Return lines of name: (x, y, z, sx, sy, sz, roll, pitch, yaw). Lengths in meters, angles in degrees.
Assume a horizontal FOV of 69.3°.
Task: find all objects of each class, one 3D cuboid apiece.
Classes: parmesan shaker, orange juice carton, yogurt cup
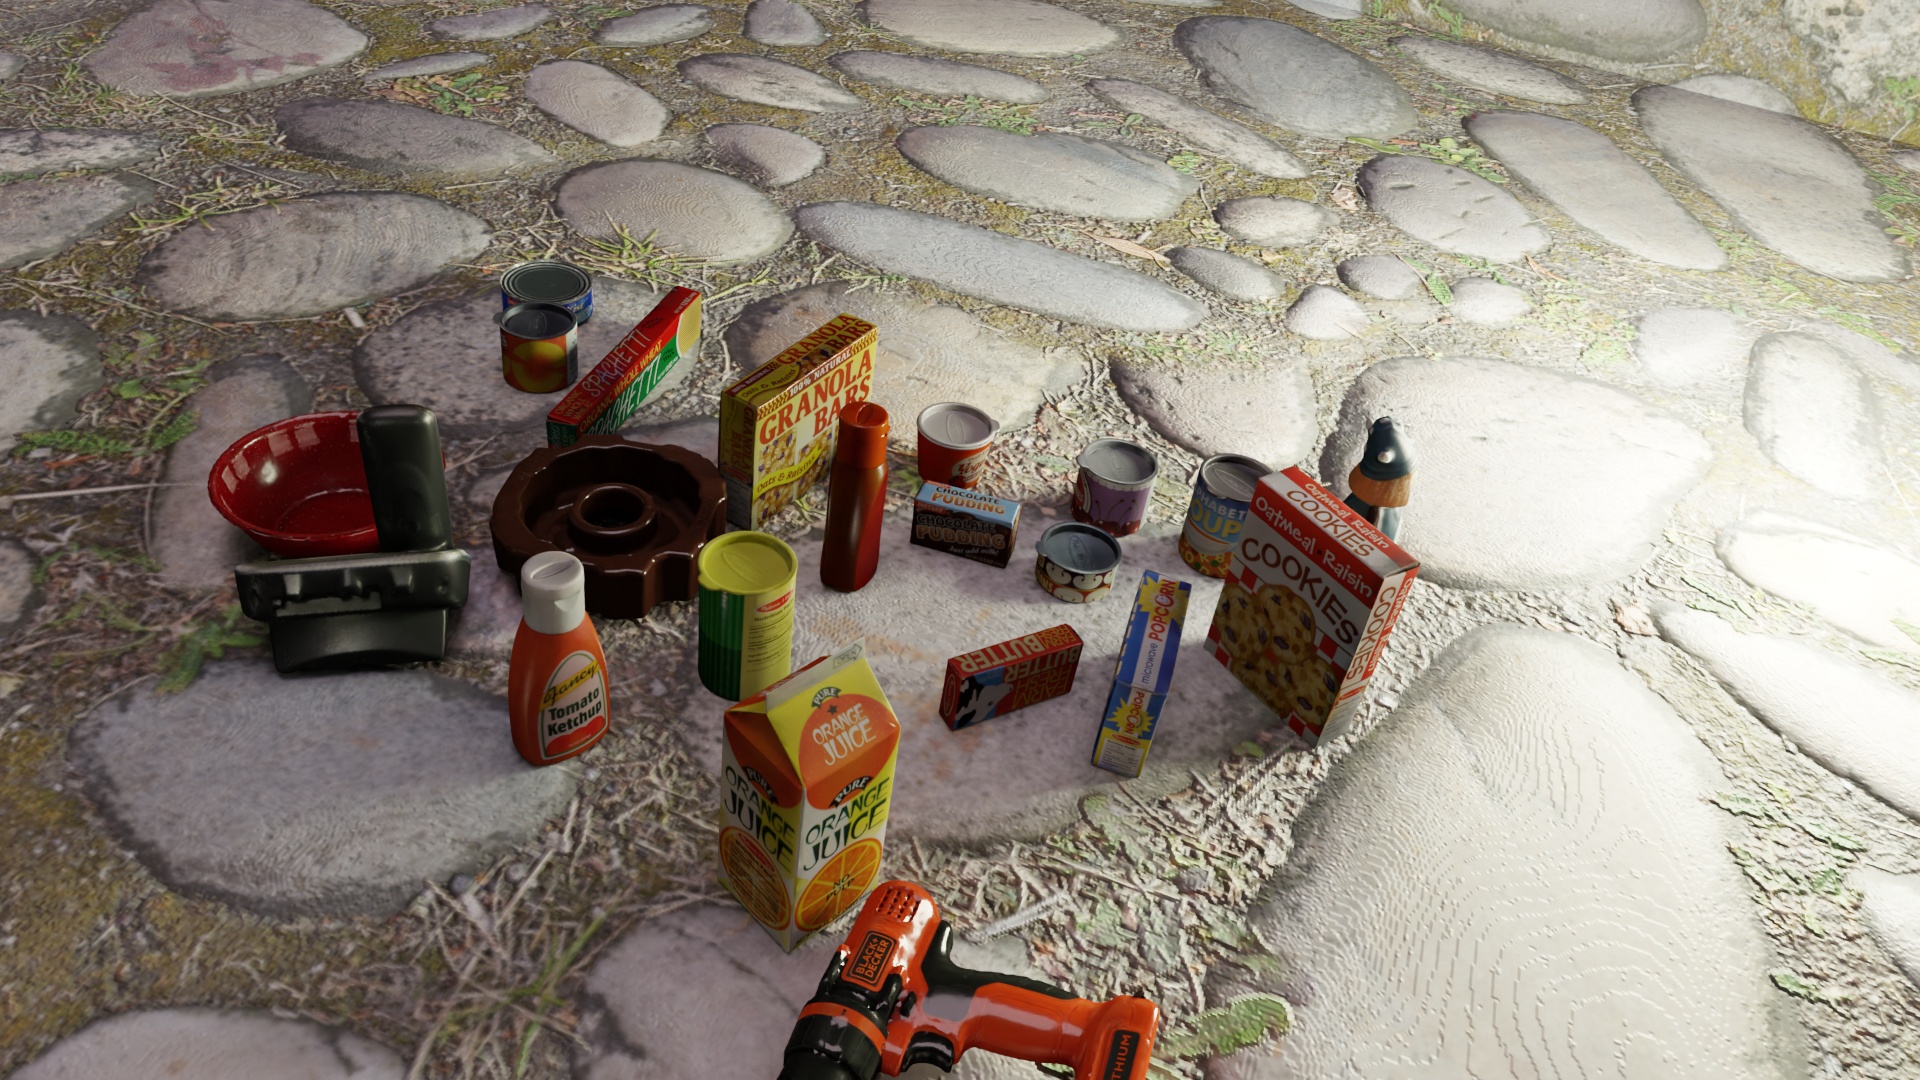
parmesan shaker: (-0.151, 0.054, 0.962, 0.071, 0.102, 0.072, 6, 38, -5)
orange juice carton: (-0.089, 0.139, 0.796, 0.072, 0.191, 0.073, -28, 51, -38)
yogurt cup: (-0.007, -0.080, 1.200, 0.072, 0.053, 0.073, 6, 38, -5)

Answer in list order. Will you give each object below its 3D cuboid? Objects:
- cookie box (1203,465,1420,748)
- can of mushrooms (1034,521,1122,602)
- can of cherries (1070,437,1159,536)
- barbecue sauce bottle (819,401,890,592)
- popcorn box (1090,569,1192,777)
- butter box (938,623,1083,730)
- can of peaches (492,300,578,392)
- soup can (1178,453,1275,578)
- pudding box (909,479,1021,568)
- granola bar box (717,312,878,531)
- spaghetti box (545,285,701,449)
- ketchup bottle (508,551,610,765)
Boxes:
cookie box: (0.249, 0.048, 1.003, 0.040, 0.166, 0.123, -18, 46, -31)
can of mushrooms: (0.092, 0.017, 1.116, 0.071, 0.033, 0.071, 6, 38, -5)
can of cherries: (0.128, -0.045, 1.182, 0.071, 0.058, 0.072, 6, 38, -5)
barbecue sauce bottle: (-0.078, -0.035, 1.053, 0.044, 0.147, 0.065, 14, 38, 5)
popcorn box: (0.129, 0.093, 0.987, 0.038, 0.084, 0.127, 15, 38, 7)
butter box: (0.036, 0.096, 0.989, 0.104, 0.052, 0.024, -15, 44, -28)
can of peaches: (-0.377, -0.172, 1.235, 0.071, 0.057, 0.071, 6, 38, -5)
soup can: (0.219, -0.019, 1.148, 0.071, 0.083, 0.072, 6, 38, -5)
pudding box: (0.004, -0.014, 1.124, 0.084, 0.049, 0.030, 15, 38, 7)
granola bar box: (-0.134, -0.099, 1.142, 0.039, 0.123, 0.166, 25, 41, 19)
spaghetti box: (-0.293, -0.148, 1.229, 0.029, 0.049, 0.251, 15, 39, 7)
ketchup bottle: (-0.256, 0.074, 0.879, 0.065, 0.148, 0.043, -27, 51, -37)
